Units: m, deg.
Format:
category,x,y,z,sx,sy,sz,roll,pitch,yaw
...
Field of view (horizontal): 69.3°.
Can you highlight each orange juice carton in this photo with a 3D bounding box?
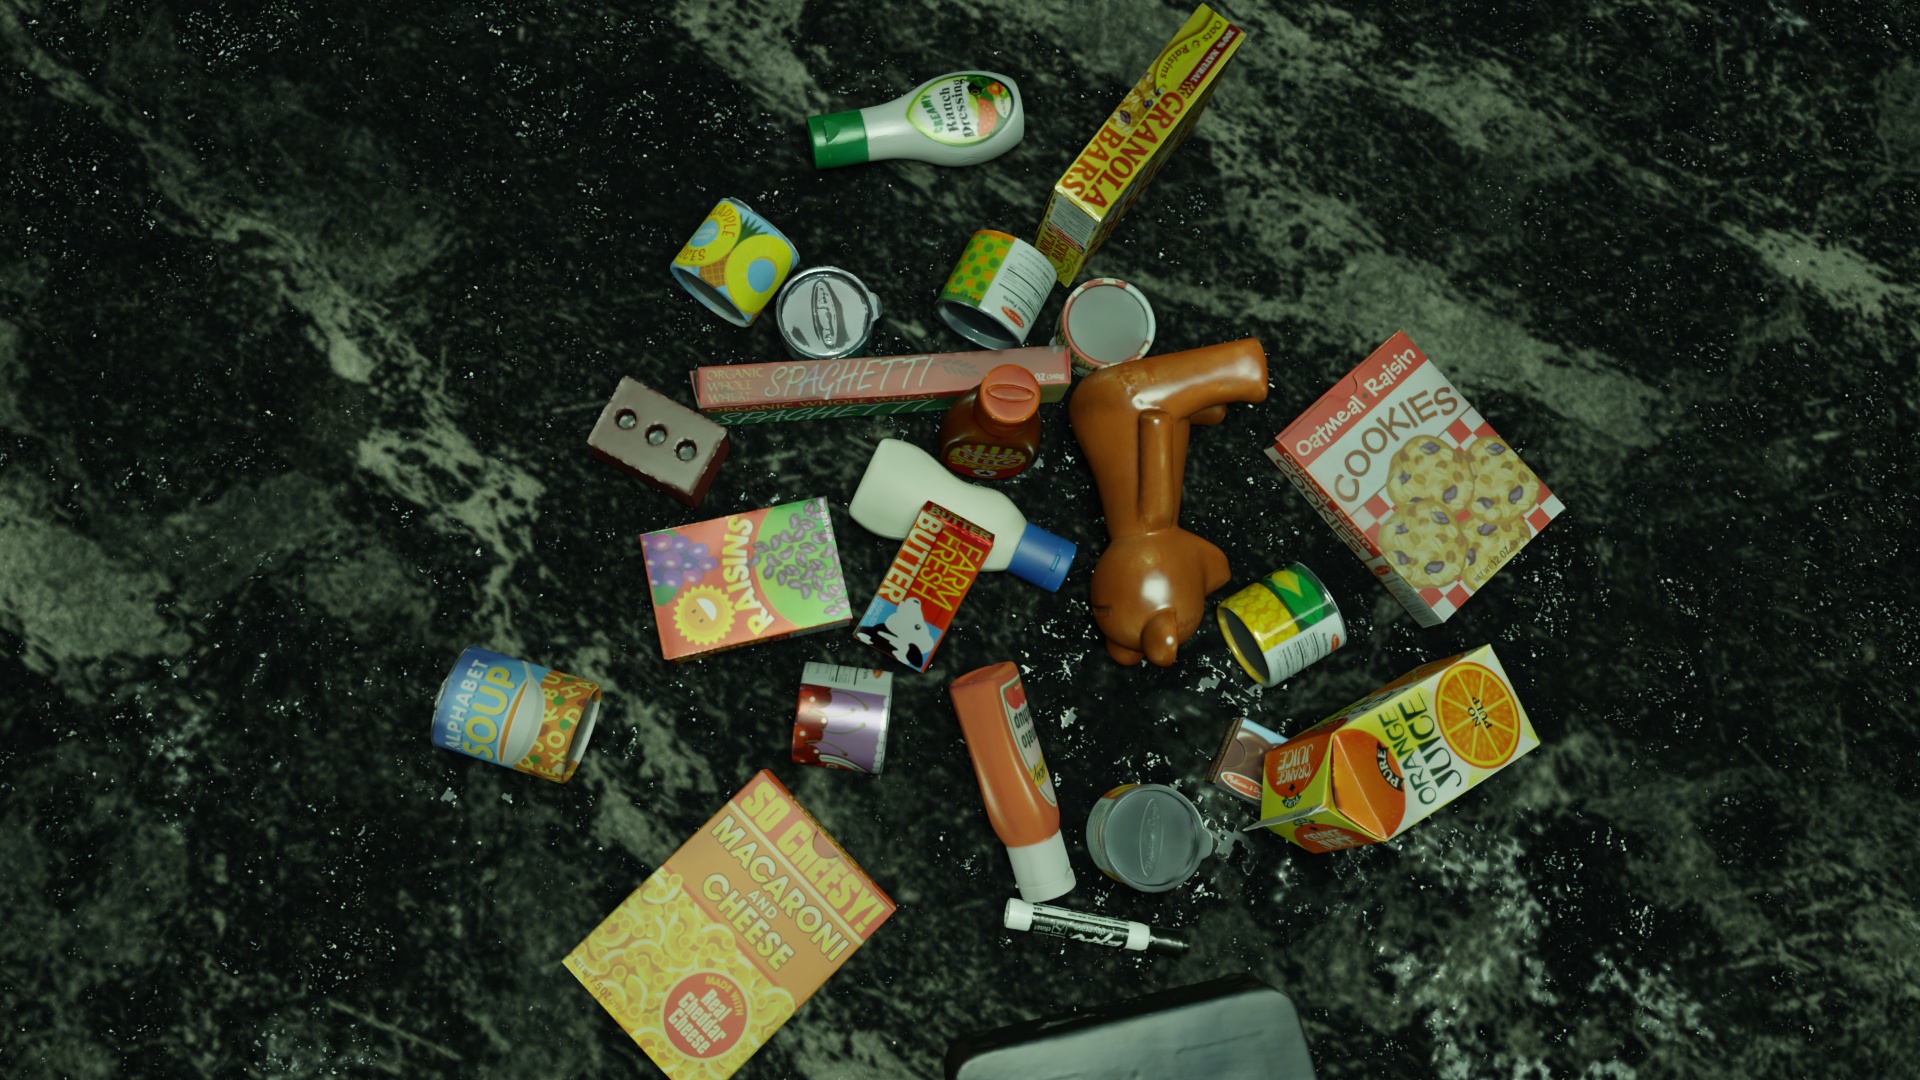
category,x,y,z,sx,sy,sz,roll,pitch,yaw
orange juice carton,0.266,0.139,0.877,0.193,0.071,0.073,-21,82,-29

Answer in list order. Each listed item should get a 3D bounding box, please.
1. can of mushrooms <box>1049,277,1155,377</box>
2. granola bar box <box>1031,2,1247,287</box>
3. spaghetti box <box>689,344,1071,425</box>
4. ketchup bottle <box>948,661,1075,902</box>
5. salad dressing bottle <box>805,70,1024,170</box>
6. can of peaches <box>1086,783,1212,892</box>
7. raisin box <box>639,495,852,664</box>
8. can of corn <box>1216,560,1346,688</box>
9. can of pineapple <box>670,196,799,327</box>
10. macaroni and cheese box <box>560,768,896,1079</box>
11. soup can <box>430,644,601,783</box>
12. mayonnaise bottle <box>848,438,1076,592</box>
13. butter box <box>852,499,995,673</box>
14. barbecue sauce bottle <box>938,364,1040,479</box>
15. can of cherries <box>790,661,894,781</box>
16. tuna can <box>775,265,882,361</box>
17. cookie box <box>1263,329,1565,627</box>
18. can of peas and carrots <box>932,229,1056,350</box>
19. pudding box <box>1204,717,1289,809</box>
category,x,y,z,sx,sy,sz,roll,pitch,yaw
can of mushrooms,0.098,-0.145,0.960,0.071,0.033,0.071,1,81,-6
granola bar box,0.115,-0.263,0.935,0.039,0.124,0.166,37,79,2
spaghetti box,-0.052,-0.104,0.931,0.250,0.050,0.029,-4,80,-6
ketchup bottle,0.035,0.155,0.891,0.043,0.065,0.148,-17,91,16
salad dressing bottle,-0.032,-0.288,0.967,0.148,0.044,0.064,-12,83,-7
can of peaches,0.120,0.190,0.892,0.071,0.058,0.071,1,80,-6
raisin box,-0.139,0.026,0.906,0.123,0.040,0.086,-12,83,-8
can of corn,0.210,0.054,0.921,0.058,0.071,0.071,-28,84,-9
can of pineapple,-0.152,-0.185,0.926,0.071,0.071,0.058,34,80,1
macaroni and cheese box,-0.142,0.245,0.867,0.167,0.040,0.124,-44,87,-10
soup can,-0.275,0.108,0.863,0.084,0.071,0.071,17,80,-2
mayonnaise bottle,0.003,-0.012,0.925,0.148,0.041,0.065,25,87,-2
butter box,-0.023,0.030,0.901,0.053,0.024,0.103,28,107,-1
barbecue sauce bottle,0.022,-0.075,0.882,0.065,0.148,0.044,6,80,-4
can of cherries,-0.075,0.115,0.883,0.058,0.071,0.071,7,80,-4
tuna can,-0.089,-0.150,0.944,0.071,0.032,0.071,1,81,-5
cookie box,0.312,-0.043,0.958,0.123,0.040,0.167,-40,86,-10
can of peas and carrots,0.022,-0.169,0.942,0.071,0.071,0.059,28,79,0
pudding box,0.211,0.156,0.920,0.084,0.030,0.050,25,80,-1
